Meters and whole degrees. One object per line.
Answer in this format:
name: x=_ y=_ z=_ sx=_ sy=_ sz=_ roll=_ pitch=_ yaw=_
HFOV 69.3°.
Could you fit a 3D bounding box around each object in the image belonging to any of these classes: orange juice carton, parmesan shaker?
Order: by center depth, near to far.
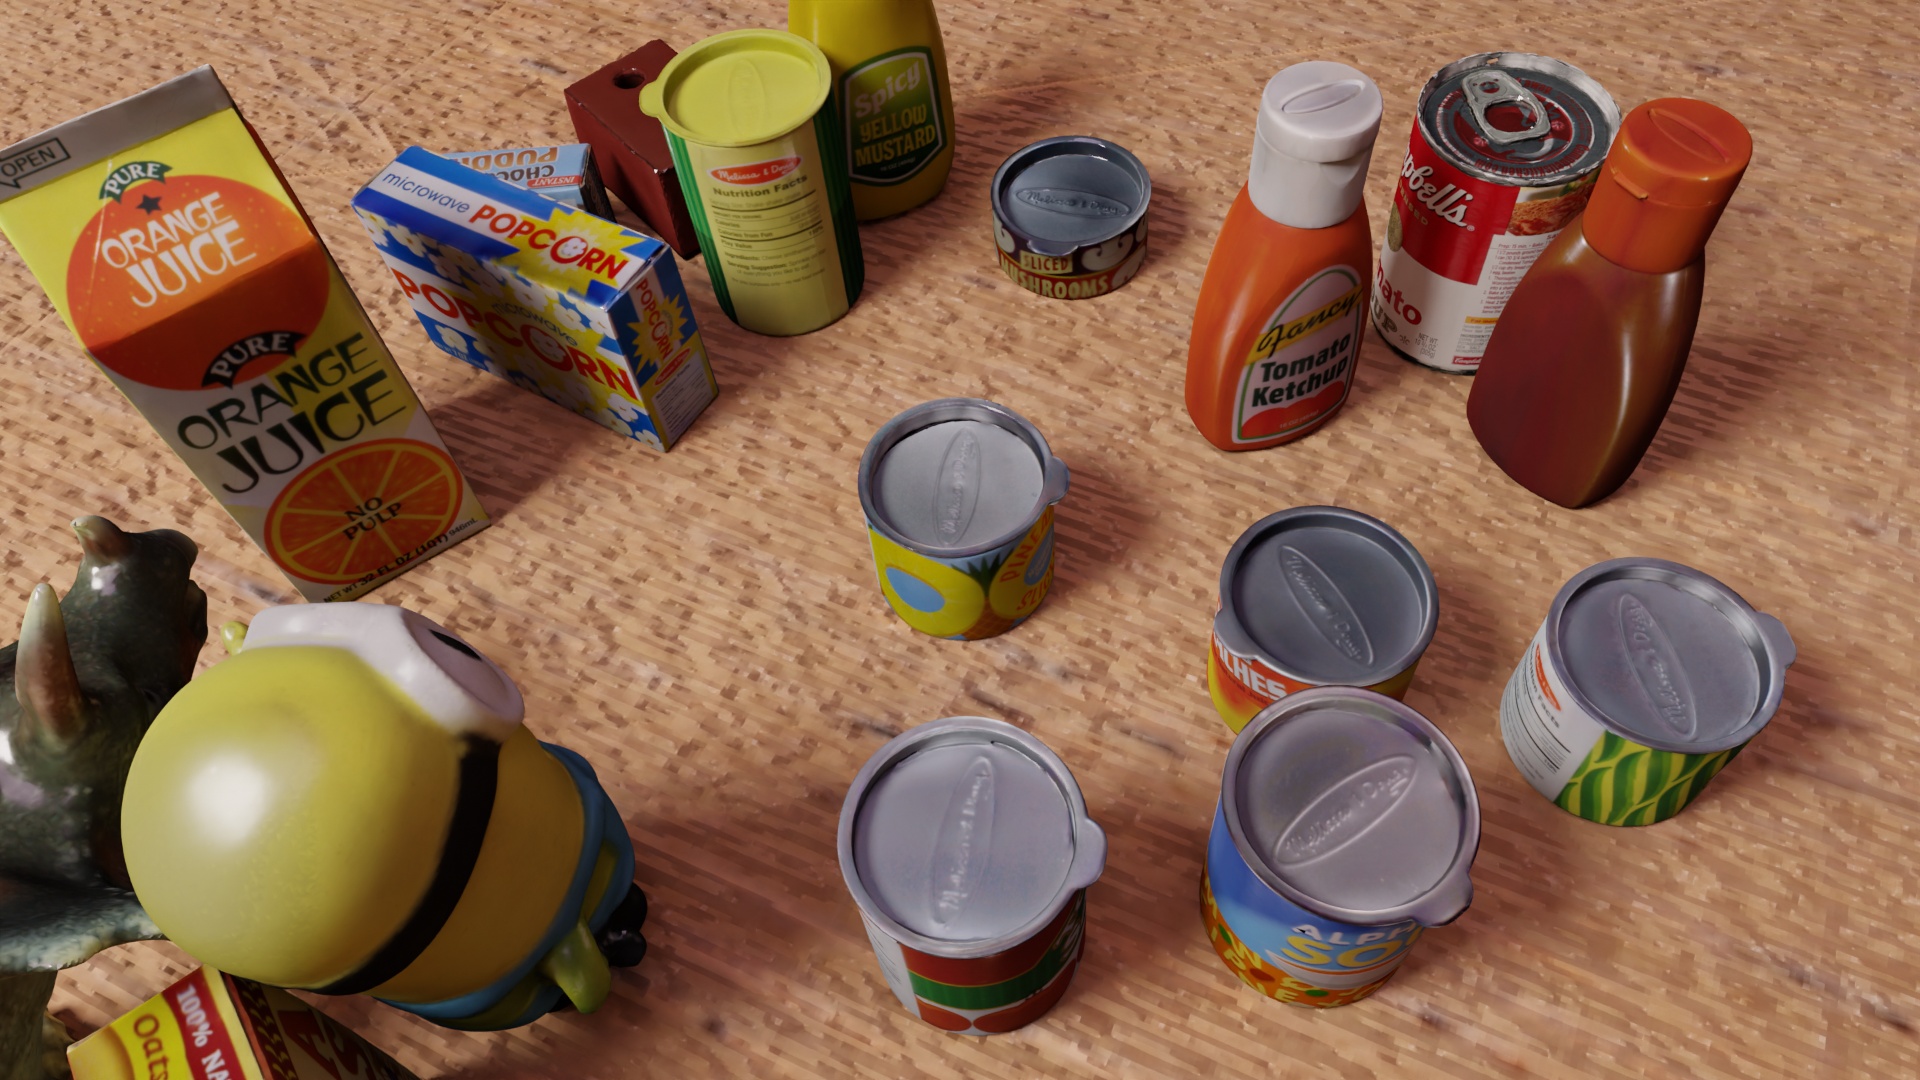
orange juice carton: x=-0.233 y=-0.065 z=0.460 sx=0.072 sy=0.191 sz=0.073 roll=-32 pitch=60 yaw=-16
parmesan shaker: x=-0.079 y=-0.139 z=0.552 sx=0.071 sy=0.102 sz=0.071 roll=-2 pitch=56 yaw=3

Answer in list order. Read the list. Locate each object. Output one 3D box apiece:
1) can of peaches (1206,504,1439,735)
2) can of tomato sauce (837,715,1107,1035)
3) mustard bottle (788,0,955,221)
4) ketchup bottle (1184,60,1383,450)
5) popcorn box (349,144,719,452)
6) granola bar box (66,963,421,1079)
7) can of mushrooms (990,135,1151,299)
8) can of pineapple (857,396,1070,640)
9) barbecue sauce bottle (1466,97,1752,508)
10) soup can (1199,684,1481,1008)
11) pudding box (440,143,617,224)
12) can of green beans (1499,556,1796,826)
can of peaches: x=0.112 y=0.032 z=0.449 sx=0.071 sy=0.057 sz=0.071 roll=-2 pitch=56 yaw=3
can of tomato sauce: x=0.005 y=0.098 z=0.398 sx=0.071 sy=0.082 sz=0.071 roll=-2 pitch=56 yaw=3
mustard bottle: x=-0.039 y=-0.202 z=0.557 sx=0.065 sy=0.159 sz=0.049 roll=-24 pitch=58 yaw=-11
ketchup bottle: x=0.113 y=-0.093 z=0.479 sx=0.065 sy=0.148 sz=0.044 roll=-21 pitch=57 yaw=-10
popcorn box: x=-0.163 y=-0.093 z=0.538 sx=0.127 sy=0.084 sz=0.038 roll=24 pitch=61 yaw=19
granola bar box: x=-0.132 y=0.190 z=0.322 sx=0.039 sy=0.123 sz=0.166 roll=-32 pitch=60 yaw=-16
can of mushrooms: x=0.045 y=-0.133 z=0.580 sx=0.071 sy=0.033 sz=0.071 roll=-2 pitch=56 yaw=3
can of pineapple: x=0.002 y=-0.006 z=0.483 sx=0.071 sy=0.057 sz=0.071 roll=-2 pitch=56 yaw=3
barbecue sauce bottle: x=0.213 y=-0.075 z=0.460 sx=0.044 sy=0.147 sz=0.065 roll=-28 pitch=59 yaw=-14
soup can: x=0.105 y=0.092 z=0.394 sx=0.071 sy=0.083 sz=0.072 roll=-2 pitch=56 yaw=3
pudding box: x=-0.194 y=-0.139 z=0.593 sx=0.084 sy=0.049 sz=0.030 roll=-4 pitch=56 yaw=1
can of green beans: x=0.208 y=0.048 z=0.431 sx=0.071 sy=0.057 sz=0.071 roll=-2 pitch=56 yaw=3
